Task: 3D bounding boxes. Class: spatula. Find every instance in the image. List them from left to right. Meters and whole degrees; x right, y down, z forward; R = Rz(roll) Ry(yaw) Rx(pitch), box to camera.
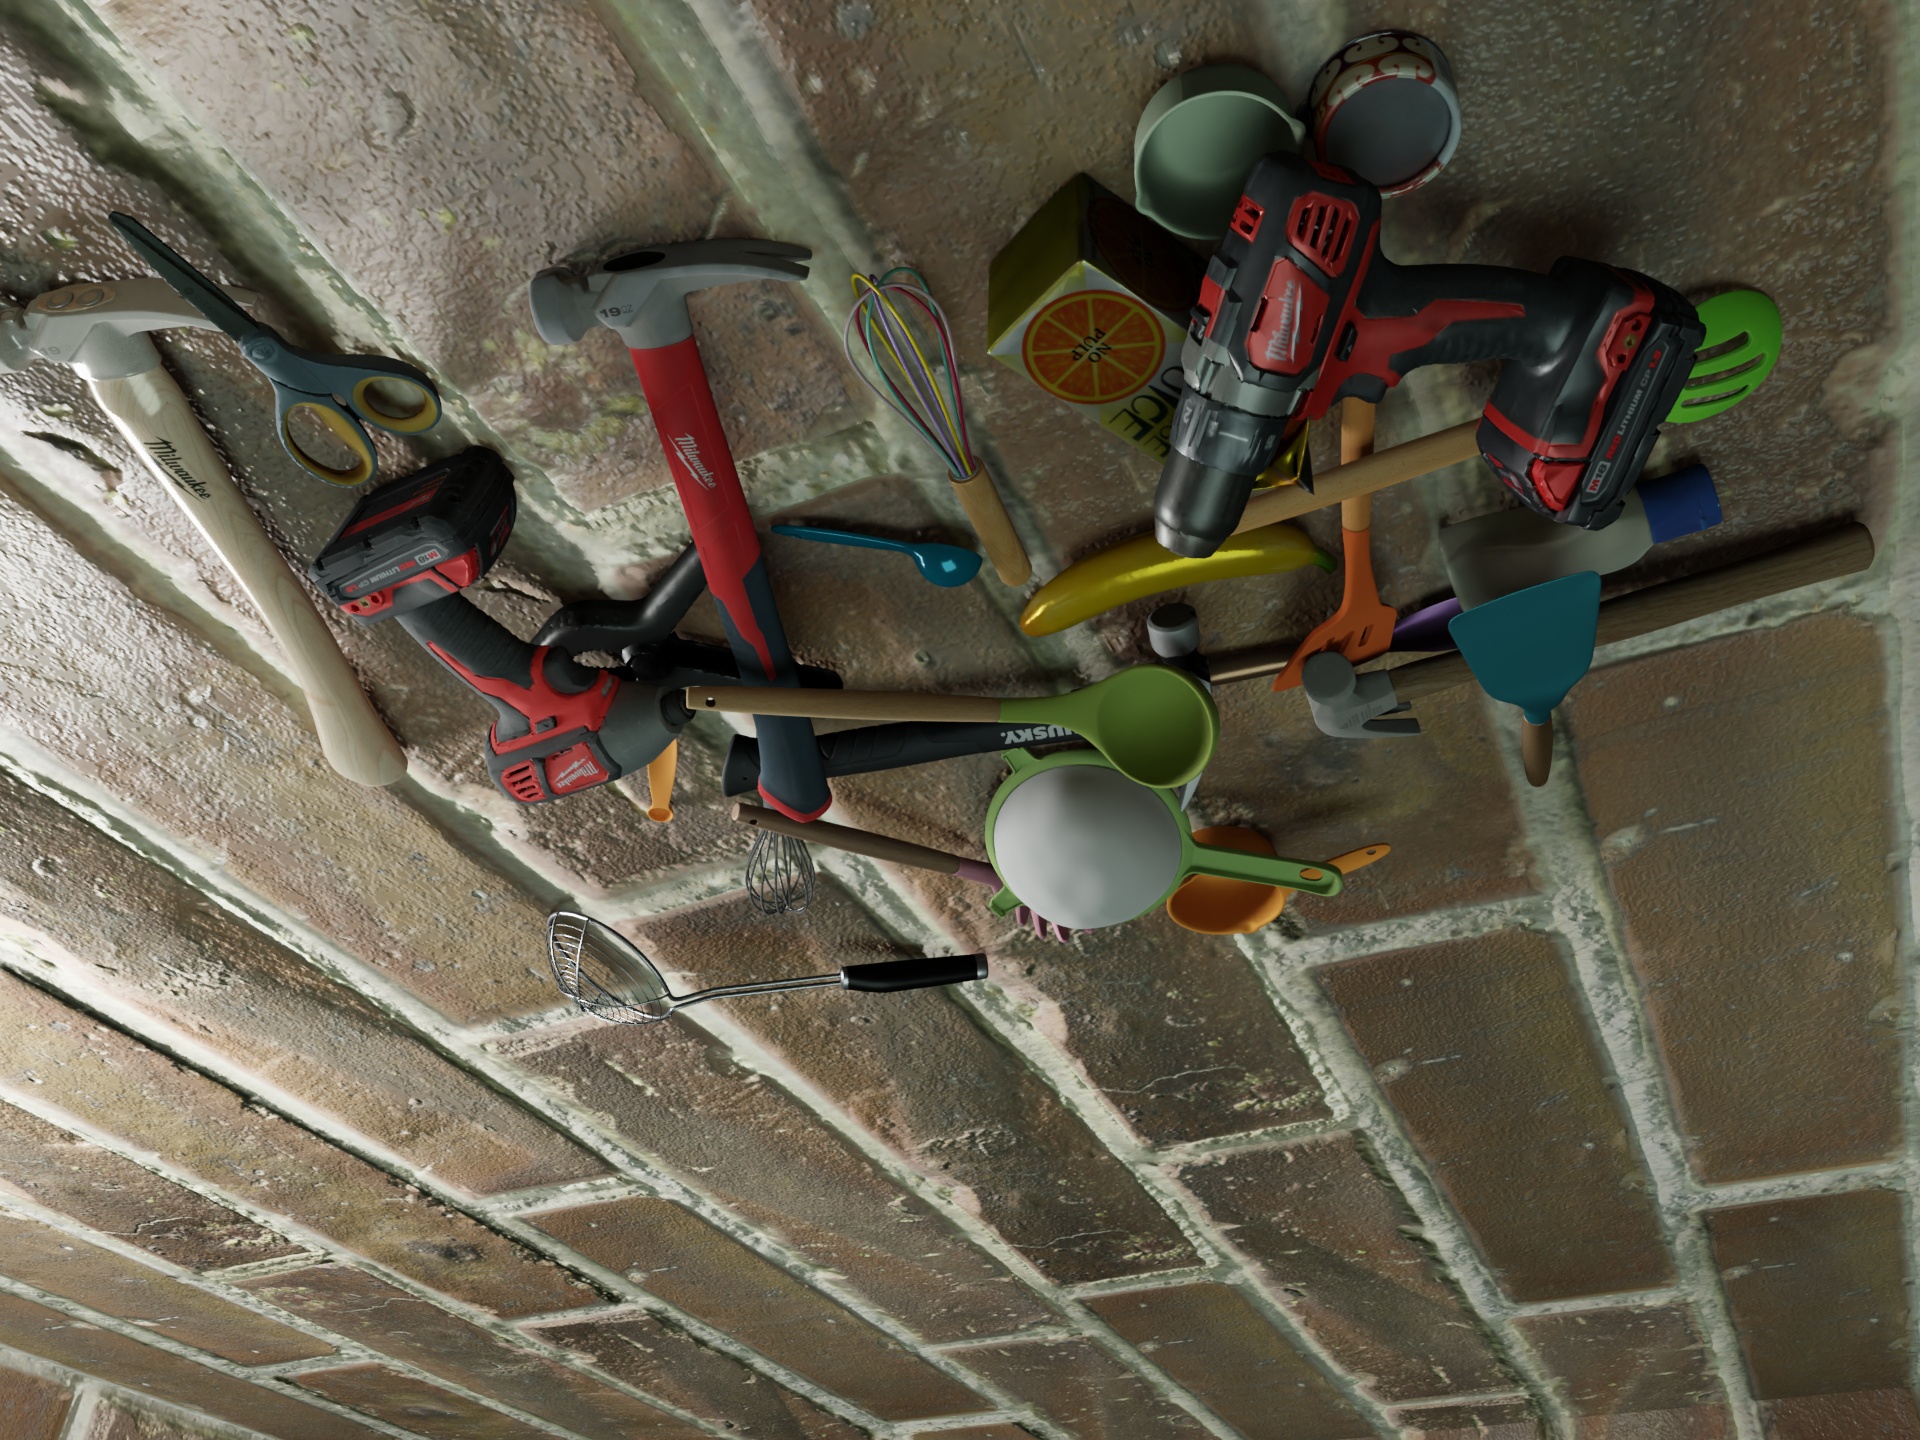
[{"bbox_3d":[0.224,-0.044,1.022,0.316,0.018,0.059,-11,146,14],"label":"spatula"},{"bbox_3d":[0.215,-0.134,0.885,0.081,0.041,0.322,-19,132,-8],"label":"spatula"},{"bbox_3d":[0.357,-0.008,0.990,0.082,0.044,0.317,-20,159,13],"label":"spatula"}]

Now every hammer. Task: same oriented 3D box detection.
[{"bbox_3d":[-0.420,-0.091,0.973,0.146,0.038,0.410,-4,142,5],"label":"hammer"},{"bbox_3d":[-0.115,-0.089,0.915,0.143,0.038,0.385,-6,131,8],"label":"hammer"},{"bbox_3d":[0.001,0.014,1.050,0.335,0.035,0.146,-9,127,10],"label":"hammer"},{"bbox_3d":[0.376,-0.053,0.970,0.331,0.031,0.130,-18,159,13],"label":"hammer"}]

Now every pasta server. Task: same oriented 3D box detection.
[{"bbox_3d":[-0.025,0.107,1.178,0.316,0.040,0.060,17,123,-31],"label":"pasta server"}]

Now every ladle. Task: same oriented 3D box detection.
[{"bbox_3d":[-0.002,-0.003,0.949,0.320,0.062,0.078,2,111,-10],"label":"ladle"}]

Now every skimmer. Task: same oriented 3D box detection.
[{"bbox_3d":[-0.161,0.196,1.333,0.363,0.090,0.127,-4,142,-9],"label":"skimmer"}]

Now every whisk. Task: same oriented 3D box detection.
[{"bbox_3d":[-0.133,0.066,1.158,0.055,0.055,0.238,3,137,-2],"label":"whisk"},{"bbox_3d":[-0.006,-0.156,0.879,0.047,0.051,0.244,12,153,29],"label":"whisk"}]

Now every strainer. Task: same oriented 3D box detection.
[{"bbox_3d":[0.139,0.107,1.117,0.256,0.069,0.151,8,121,8],"label":"strainer"}]

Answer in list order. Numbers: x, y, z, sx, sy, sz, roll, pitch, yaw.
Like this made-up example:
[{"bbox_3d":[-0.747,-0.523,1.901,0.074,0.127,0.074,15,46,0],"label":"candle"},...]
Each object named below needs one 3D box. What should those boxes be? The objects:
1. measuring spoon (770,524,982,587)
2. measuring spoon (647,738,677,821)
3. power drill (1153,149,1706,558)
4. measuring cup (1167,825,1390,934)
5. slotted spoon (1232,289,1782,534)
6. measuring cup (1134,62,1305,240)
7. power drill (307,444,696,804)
[{"bbox_3d":[-0.051,-0.097,0.953,0.128,0.021,0.042,9,171,-3],"label":"measuring spoon"},{"bbox_3d":[-0.215,0.035,1.148,0.021,0.011,0.116,7,138,-6],"label":"measuring spoon"},{"bbox_3d":[0.208,-0.151,0.753,0.226,0.080,0.187,9,118,-16],"label":"power drill"},{"bbox_3d":[0.234,0.103,1.183,0.173,0.052,0.095,-23,135,25],"label":"measuring cup"},{"bbox_3d":[0.277,-0.149,0.836,0.314,0.031,0.070,-18,130,9],"label":"slotted spoon"},{"bbox_3d":[0.141,-0.241,0.763,0.083,0.038,0.167,-20,139,25],"label":"measuring cup"},{"bbox_3d":[-0.265,-0.047,0.954,0.143,0.079,0.219,-17,126,23],"label":"power drill"}]
